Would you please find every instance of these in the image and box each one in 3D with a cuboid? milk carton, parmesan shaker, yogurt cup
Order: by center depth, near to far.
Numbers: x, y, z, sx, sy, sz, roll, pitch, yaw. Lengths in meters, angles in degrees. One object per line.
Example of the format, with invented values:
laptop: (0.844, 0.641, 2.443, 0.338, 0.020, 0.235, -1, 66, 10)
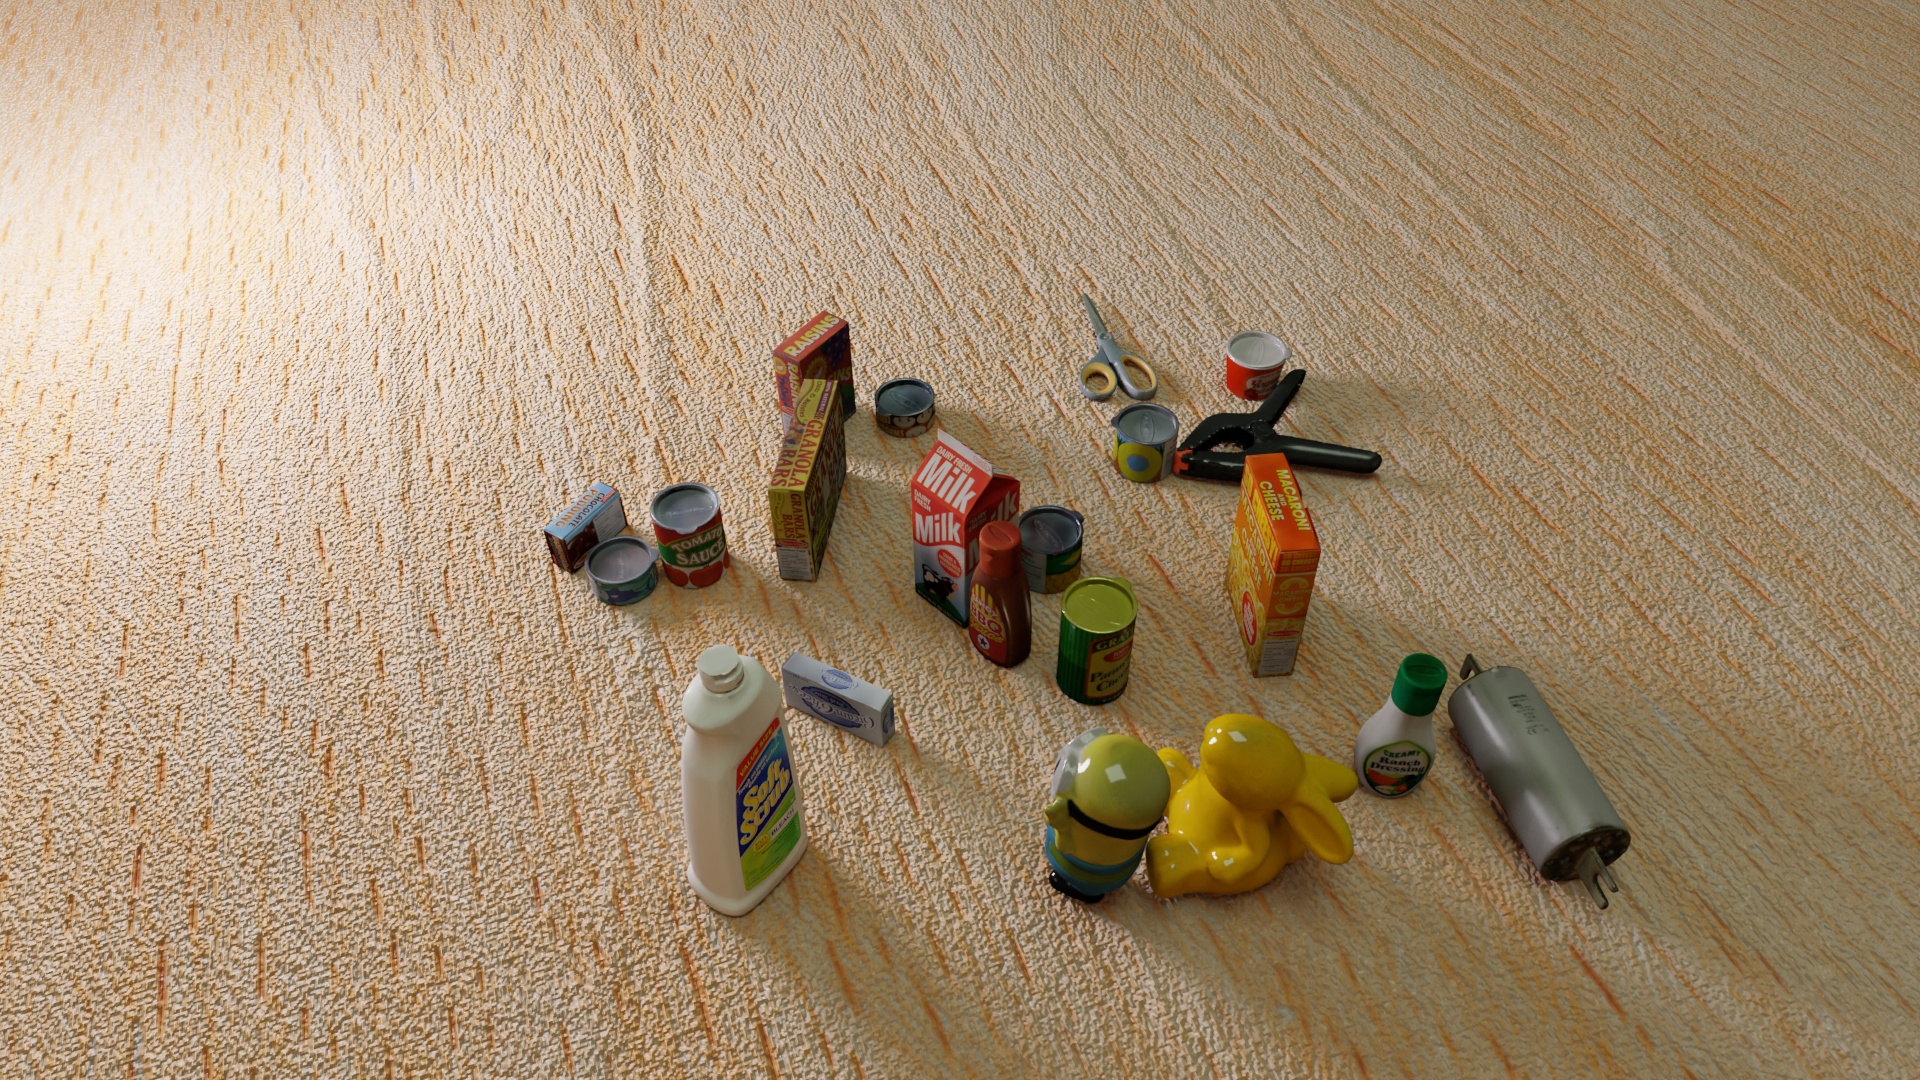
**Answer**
parmesan shaker: (0.122, 0.089, 1.234, 0.071, 0.102, 0.072, 0, 45, 0)
milk carton: (0.005, -0.016, 1.278, 0.074, 0.189, 0.072, -35, 54, -29)
yogurt cup: (0.327, -0.193, 1.547, 0.072, 0.053, 0.073, 0, 45, 0)

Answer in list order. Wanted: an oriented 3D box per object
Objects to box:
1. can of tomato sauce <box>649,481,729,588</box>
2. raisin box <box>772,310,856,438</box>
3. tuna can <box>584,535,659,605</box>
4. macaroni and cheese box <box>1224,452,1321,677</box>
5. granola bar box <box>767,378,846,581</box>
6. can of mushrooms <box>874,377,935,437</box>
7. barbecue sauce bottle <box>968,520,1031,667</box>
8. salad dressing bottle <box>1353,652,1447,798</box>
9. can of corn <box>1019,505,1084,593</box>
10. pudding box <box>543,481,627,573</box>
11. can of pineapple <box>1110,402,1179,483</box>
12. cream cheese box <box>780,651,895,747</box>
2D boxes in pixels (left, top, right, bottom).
can of tomato sauce: (-0.260, -0.003, 1.344, 0.071, 0.082, 0.071, 0, 45, 0)
raisin box: (-0.154, -0.170, 1.481, 0.040, 0.122, 0.086, 26, 51, 24)
tuna can: (-0.326, 0.029, 1.348, 0.071, 0.032, 0.071, 0, 45, 0)
macaroni and cheese box: (0.279, 0.023, 1.253, 0.040, 0.165, 0.124, -4, 45, -3)
granola bar box: (-0.148, -0.061, 1.371, 0.039, 0.123, 0.166, 5, 45, 5)
can of mushrooms: (-0.062, -0.144, 1.517, 0.071, 0.033, 0.071, 0, 45, 0)
barbecue sauce bottle: (0.036, 0.046, 1.245, 0.044, 0.147, 0.065, -32, 53, -27)
salad dressing bottle: (0.363, 0.152, 1.137, 0.064, 0.146, 0.044, 5, 45, 6)
can of corn: (0.087, 0.008, 1.346, 0.071, 0.058, 0.071, 0, 45, 0)
pudding box: (-0.371, -0.013, 1.379, 0.030, 0.049, 0.084, 23, 50, 22)
can of pineapple: (0.192, -0.103, 1.456, 0.071, 0.057, 0.071, 0, 45, 0)
cream cheese box: (-0.107, 0.139, 1.221, 0.104, 0.053, 0.024, 21, 49, 20)
